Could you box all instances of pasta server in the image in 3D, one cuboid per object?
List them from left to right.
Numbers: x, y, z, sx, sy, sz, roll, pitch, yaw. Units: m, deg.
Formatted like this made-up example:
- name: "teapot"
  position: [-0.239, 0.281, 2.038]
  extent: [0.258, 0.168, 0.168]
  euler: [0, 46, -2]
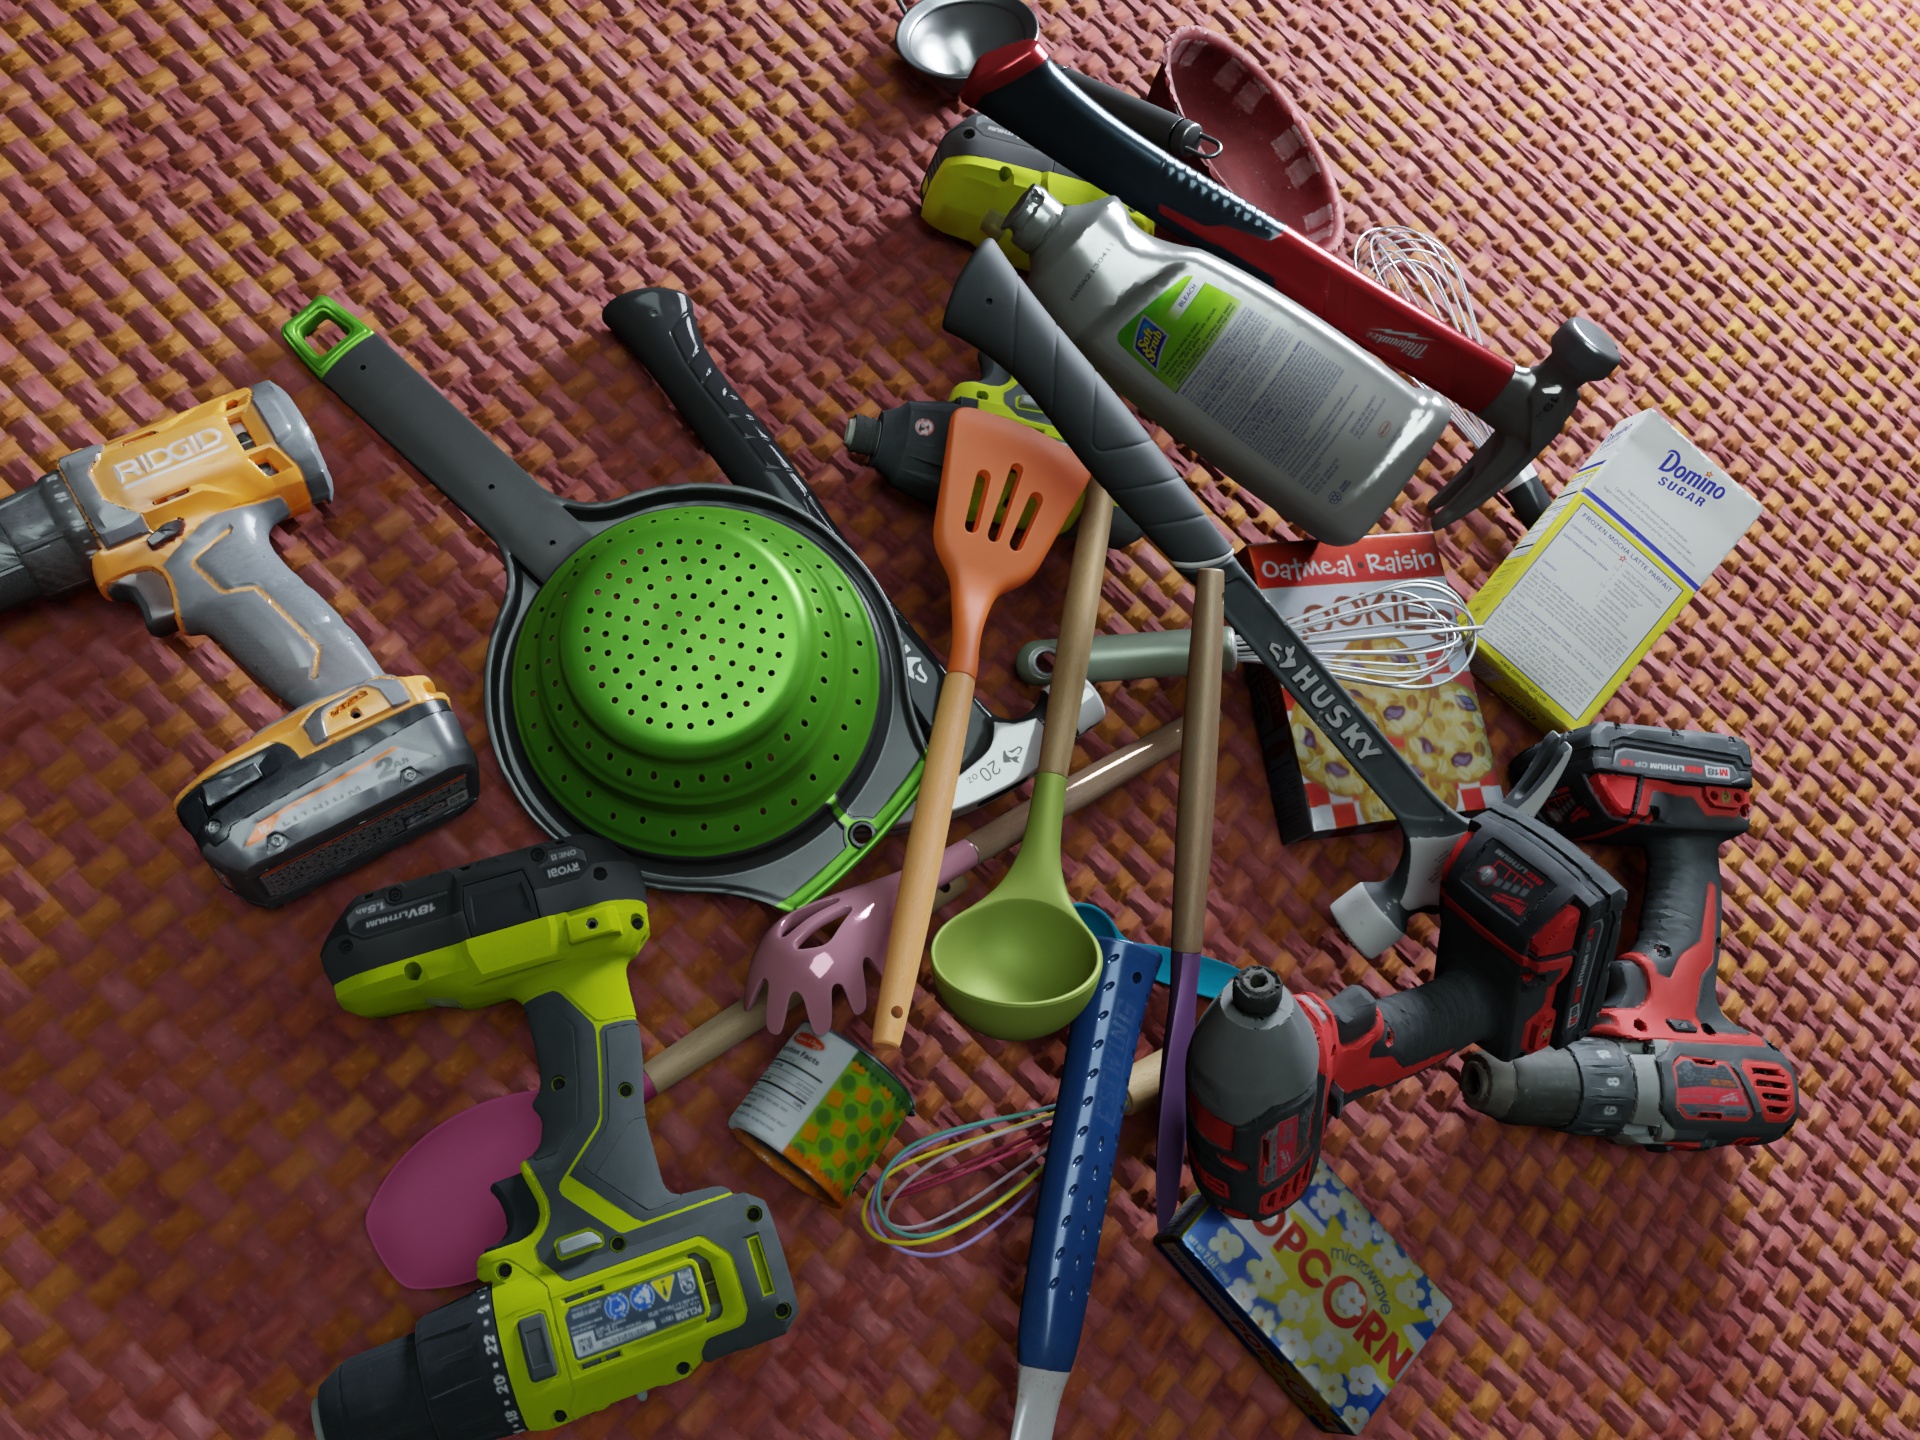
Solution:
- name: "pasta server"
  position: [0.024, 0.061, 0.798]
  extent: [0.316, 0.040, 0.060]
  euler: [-27, 39, -34]

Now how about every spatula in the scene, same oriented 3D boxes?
- name: "spatula"
  position: [-0.001, -0.002, 0.756]
  extent: [0.081, 0.041, 0.323]
  euler: [21, 61, -17]
- name: "spatula"
  position: [0.109, 0.085, 0.760]
  extent: [0.018, 0.059, 0.316]
  euler: [4, 89, 20]

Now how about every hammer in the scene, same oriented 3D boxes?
- name: "hammer"
  position: [-0.082, -0.091, 0.827]
  extent: [0.146, 0.035, 0.335]
  euler: [-35, 82, -14]
- name: "hammer"
  position: [0.030, 0.296, 0.701]
  extent: [0.144, 0.035, 0.406]
  euler: [20, 72, -24]
- name: "hammer"
  position: [0.137, -0.069, 0.787]
  extent: [0.149, 0.036, 0.408]
  euler: [-39, 101, 12]
- name: "hammer"
  position: [0.166, -0.242, 0.876]
  extent: [0.386, 0.143, 0.038]
  euler: [26, 40, -15]

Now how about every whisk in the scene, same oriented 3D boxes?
- name: "whisk"
  position: [0.059, 0.190, 0.780]
  extent: [0.245, 0.047, 0.051]
  euler: [-21, 91, -26]
- name: "whisk"
  position: [0.152, -0.039, 0.845]
  extent: [0.246, 0.059, 0.058]
  euler: [-4, 92, 5]
- name: "whisk"
  position: [0.324, -0.180, 0.976]
  extent: [0.070, 0.070, 0.284]
  euler: [-29, 88, -23]

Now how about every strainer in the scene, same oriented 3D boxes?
- name: "strainer"
  position: [0.050, -0.370, 0.922]
  extent: [0.087, 0.050, 0.259]
  euler: [-41, 57, -18]

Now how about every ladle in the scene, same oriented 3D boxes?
- name: "ladle"
  position: [0.048, -0.001, 0.770]
  extent: [0.078, 0.062, 0.320]
  euler: [7, 67, 10]

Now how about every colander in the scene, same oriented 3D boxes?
- name: "colander"
  position: [-0.184, -0.082, 0.748]
  extent: [0.397, 0.094, 0.204]
  euler: [42, 77, 6]

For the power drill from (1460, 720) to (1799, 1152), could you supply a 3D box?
- name: "power drill"
  position: [0.358, 0.120, 0.874]
  extent: [0.187, 0.080, 0.227]
  euler: [5, 74, -15]

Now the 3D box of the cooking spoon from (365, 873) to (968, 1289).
- name: "cooking spoon"
  position: [-0.124, 0.155, 0.747]
  extent: [0.319, 0.017, 0.069]
  euler: [-31, 77, -23]

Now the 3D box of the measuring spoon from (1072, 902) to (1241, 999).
- name: "measuring spoon"
  position: [0.097, 0.128, 0.827]
  extent: [0.128, 0.021, 0.042]
  euler: [18, 67, -20]

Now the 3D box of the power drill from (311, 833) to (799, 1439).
- name: "power drill"
  position: [-0.190, 0.180, 0.671]
  extent: [0.190, 0.080, 0.229]
  euler: [-16, 75, -14]

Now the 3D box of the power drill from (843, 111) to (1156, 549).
- name: "power drill"
  position: [0.030, -0.217, 0.889]
  extent: [0.171, 0.080, 0.223]
  euler: [11, 73, -14]

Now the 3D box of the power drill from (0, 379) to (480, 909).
- name: "power drill"
  position: [-0.343, -0.029, 0.712]
  extent: [0.185, 0.084, 0.226]
  euler: [-29, 78, -23]

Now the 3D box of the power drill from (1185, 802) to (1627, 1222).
- name: "power drill"
  position: [0.201, 0.133, 0.746]
  extent: [0.219, 0.143, 0.079]
  euler: [-25, 42, -20]
